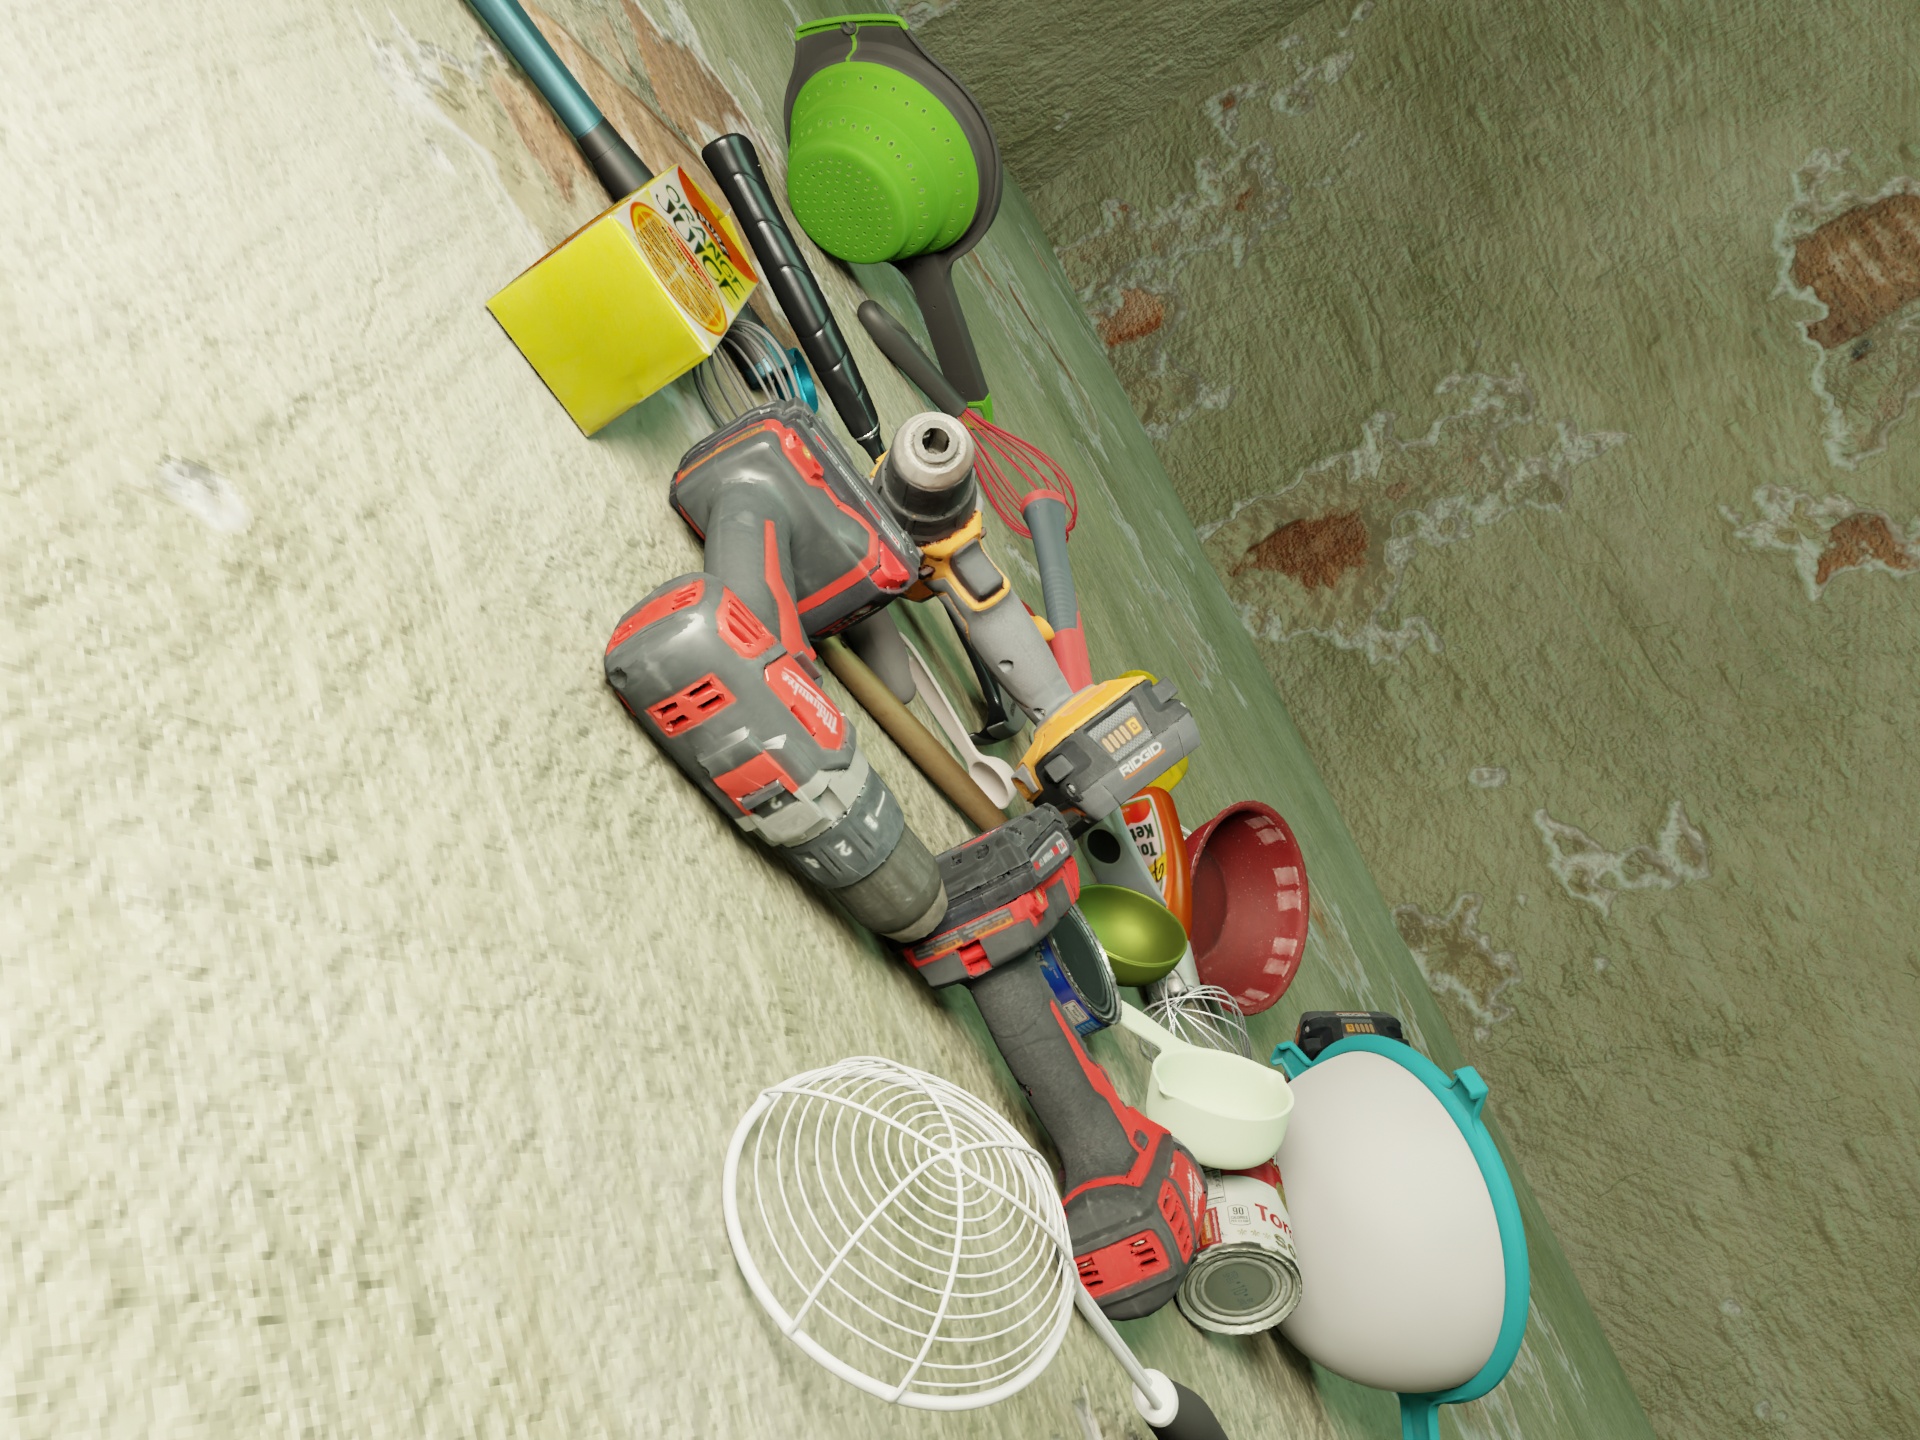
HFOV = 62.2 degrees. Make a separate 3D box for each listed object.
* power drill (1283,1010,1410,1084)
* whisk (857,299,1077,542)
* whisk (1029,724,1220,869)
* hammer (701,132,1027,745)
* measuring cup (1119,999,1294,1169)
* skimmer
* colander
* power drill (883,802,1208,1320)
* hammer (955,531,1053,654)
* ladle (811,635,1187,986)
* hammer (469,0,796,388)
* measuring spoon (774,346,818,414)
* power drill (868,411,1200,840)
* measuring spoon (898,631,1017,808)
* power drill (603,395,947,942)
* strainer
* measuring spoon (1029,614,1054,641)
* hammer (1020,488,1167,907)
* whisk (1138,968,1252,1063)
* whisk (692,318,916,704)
[{"bbox_3d":[0.298,0.313,1.134,0.227,0.084,0.164,-98,-169,-54],"label":"power drill"},{"bbox_3d":[0.010,-0.260,1.407,0.295,0.073,0.073,44,22,-29],"label":"whisk"},{"bbox_3d":[0.126,0.066,1.211,0.246,0.059,0.058,41,52,-40],"label":"whisk"},{"bbox_3d":[-0.054,-0.165,0.988,0.408,0.036,0.149,63,15,-16],"label":"hammer"},{"bbox_3d":[0.113,0.196,0.883,0.083,0.038,0.168,0,15,-32],"label":"measuring cup"},{"bbox_3d":[0.031,0.250,0.616,0.127,0.090,0.362,-107,171,-47],"label":"skimmer"},{"bbox_3d":[-0.052,-0.389,1.360,0.094,0.204,0.396,-59,144,-34],"label":"colander"},{"bbox_3d":[0.050,0.157,0.758,0.220,0.078,0.143,64,16,3],"label":"power drill"},{"bbox_3d":[0.054,-0.062,1.225,0.359,0.036,0.149,55,16,-17],"label":"hammer"},{"bbox_3d":[0.027,0.050,0.908,0.319,0.062,0.078,48,13,-31],"label":"ladle"},{"bbox_3d":[-0.199,-0.320,0.891,0.330,0.033,0.128,52,19,-30],"label":"hammer"},{"bbox_3d":[-0.100,-0.176,0.989,0.042,0.021,0.129,57,20,-59],"label":"measuring spoon"},{"bbox_3d":[0.028,-0.054,0.843,0.226,0.084,0.185,53,-11,6],"label":"power drill"},{"bbox_3d":[-0.002,-0.003,0.954,0.018,0.034,0.124,-32,88,-30],"label":"measuring spoon"},{"bbox_3d":[-0.067,-0.024,0.709,0.187,0.080,0.227,52,21,-30],"label":"power drill"},{"bbox_3d":[0.228,0.359,0.920,0.211,0.095,0.340,165,-79,-67],"label":"strainer"},{"bbox_3d":[0.026,-0.074,1.108,0.117,0.011,0.021,27,-27,50],"label":"measuring spoon"},{"bbox_3d":[0.085,-0.036,1.143,0.387,0.038,0.143,-95,160,-49],"label":"hammer"},{"bbox_3d":[0.187,0.249,1.064,0.284,0.070,0.070,52,17,-44],"label":"whisk"},{"bbox_3d":[-0.084,-0.115,0.878,0.239,0.055,0.055,63,15,-7],"label":"whisk"}]
